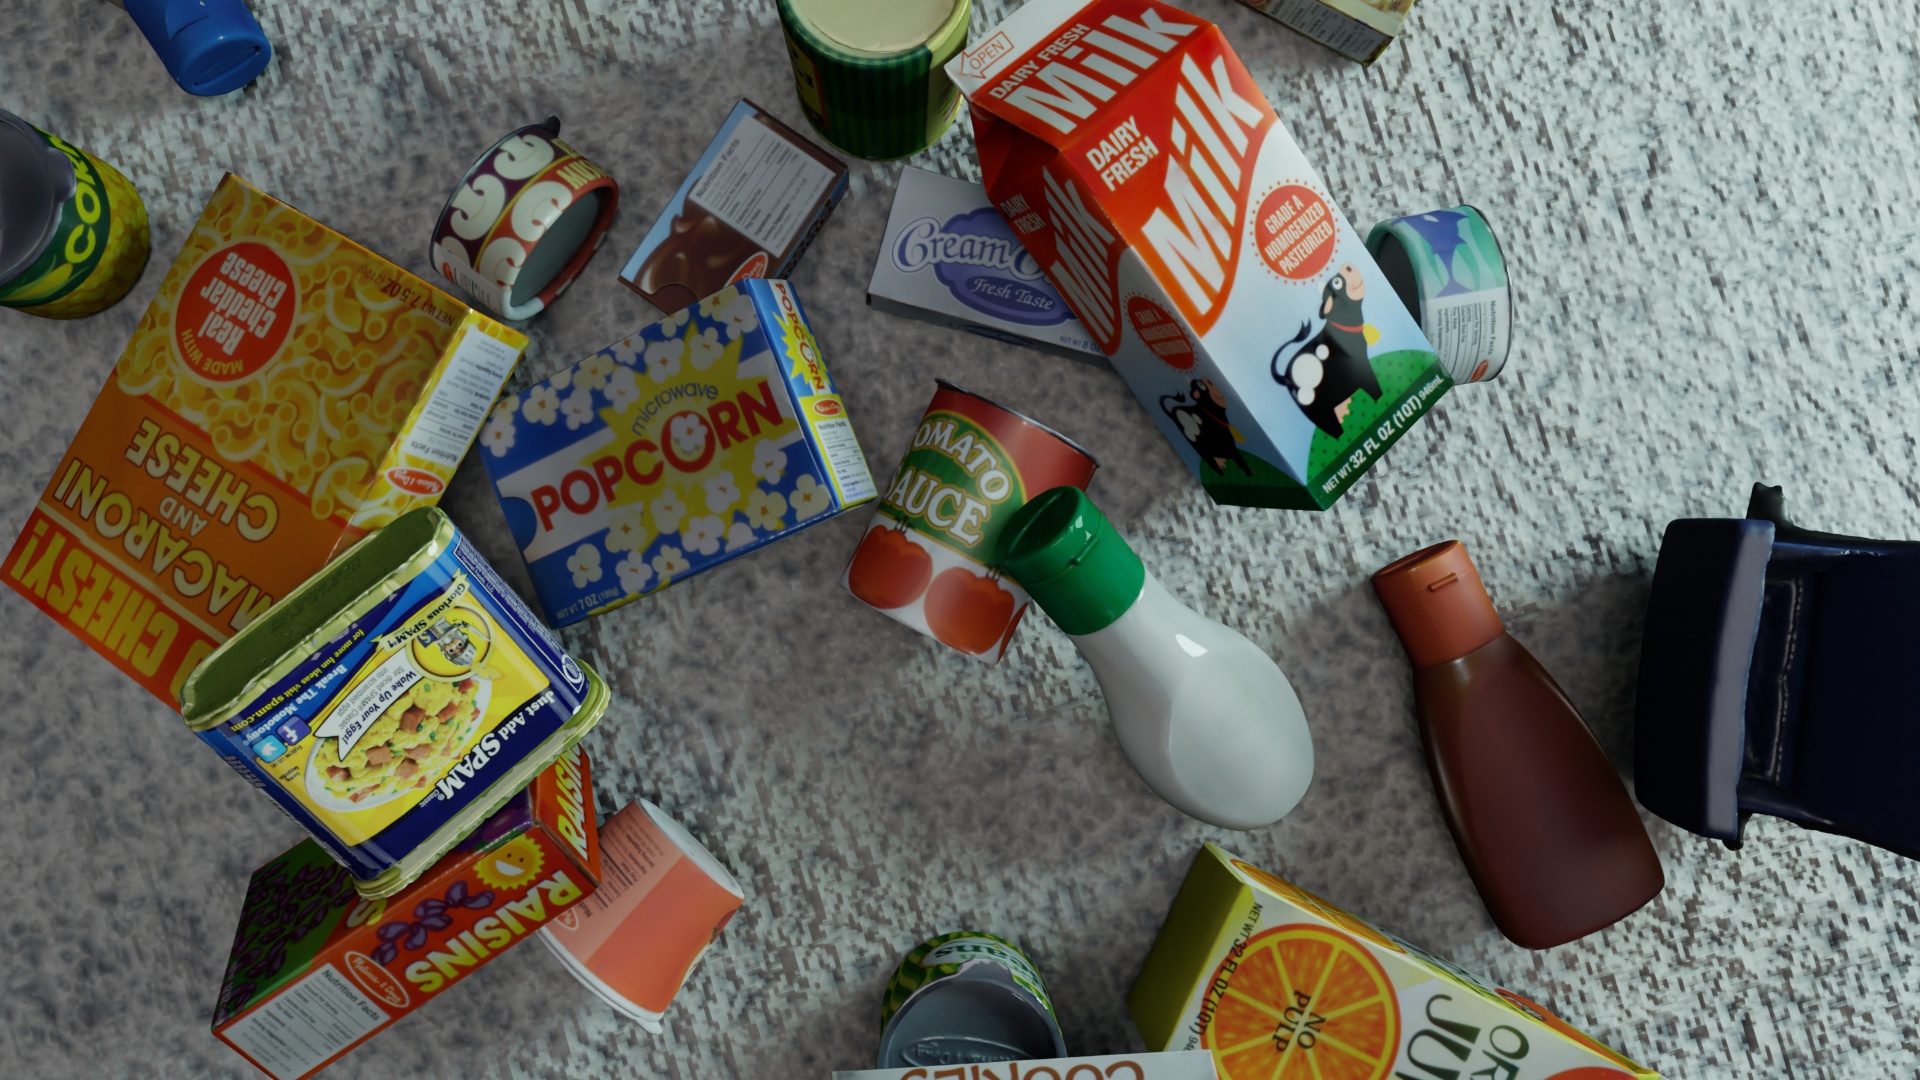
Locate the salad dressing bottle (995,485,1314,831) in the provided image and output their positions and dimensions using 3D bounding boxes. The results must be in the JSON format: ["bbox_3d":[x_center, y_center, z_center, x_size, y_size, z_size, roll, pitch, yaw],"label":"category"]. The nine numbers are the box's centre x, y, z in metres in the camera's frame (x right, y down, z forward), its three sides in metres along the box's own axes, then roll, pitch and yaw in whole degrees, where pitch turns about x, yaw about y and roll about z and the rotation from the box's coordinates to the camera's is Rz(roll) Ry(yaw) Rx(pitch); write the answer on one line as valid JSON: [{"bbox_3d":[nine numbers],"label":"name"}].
[{"bbox_3d":[0.070,0.043,0.489,0.064,0.044,0.147,-49,117,-14],"label":"salad dressing bottle"}]

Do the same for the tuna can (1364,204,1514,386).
[{"bbox_3d":[0.174,-0.091,0.516,0.033,0.071,0.071,-10,89,-1],"label":"tuna can"}]

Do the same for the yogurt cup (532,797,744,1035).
[{"bbox_3d":[-0.116,0.130,0.501,0.072,0.072,0.054,43,80,-1],"label":"yogurt cup"}]

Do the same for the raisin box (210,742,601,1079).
[{"bbox_3d":[-0.189,0.118,0.485,0.123,0.086,0.040,-32,118,-2],"label":"raisin box"}]

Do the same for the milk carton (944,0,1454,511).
[{"bbox_3d":[0.077,-0.104,0.482,0.072,0.073,0.190,-42,104,-13],"label":"milk carton"}]

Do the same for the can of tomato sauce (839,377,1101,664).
[{"bbox_3d":[0.002,-0.006,0.504,0.071,0.071,0.083,27,89,-1],"label":"can of tomato sauce"}]

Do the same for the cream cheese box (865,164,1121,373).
[{"bbox_3d":[0.020,-0.103,0.530,0.104,0.024,0.053,14,87,-2],"label":"cream cheese box"}]

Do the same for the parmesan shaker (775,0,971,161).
[{"bbox_3d":[-0.030,-0.184,0.490,0.071,0.103,0.071,0,89,-2],"label":"parmesan shaker"}]

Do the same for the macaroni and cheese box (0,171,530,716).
[{"bbox_3d":[-0.247,-0.029,0.493,0.124,0.040,0.166,29,89,18],"label":"macaroni and cheese box"}]

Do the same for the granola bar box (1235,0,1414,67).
[{"bbox_3d":[0.143,-0.286,0.531,0.124,0.039,0.165,27,88,-2],"label":"granola bar box"}]

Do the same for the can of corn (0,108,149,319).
[{"bbox_3d":[-0.338,-0.117,0.500,0.071,0.058,0.071,0,89,-2],"label":"can of corn"}]

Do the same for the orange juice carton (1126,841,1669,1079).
[{"bbox_3d":[0.164,0.189,0.503,0.193,0.073,0.072,27,88,-2],"label":"orange juice carton"}]

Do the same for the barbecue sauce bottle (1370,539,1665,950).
[{"bbox_3d":[0.203,0.073,0.523,0.065,0.043,0.148,-25,89,-2],"label":"barbecue sauce bottle"}]

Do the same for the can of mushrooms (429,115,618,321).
[{"bbox_3d":[-0.155,-0.116,0.503,0.033,0.071,0.071,37,88,-1],"label":"can of mushrooms"}]

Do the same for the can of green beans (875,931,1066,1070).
[{"bbox_3d":[0.003,0.182,0.505,0.071,0.058,0.071,0,89,-2],"label":"can of green beans"}]

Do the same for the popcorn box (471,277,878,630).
[{"bbox_3d":[-0.103,-0.030,0.495,0.126,0.038,0.085,-22,90,20],"label":"popcorn box"}]

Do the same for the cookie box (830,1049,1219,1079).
[{"bbox_3d":[0.022,0.241,0.469,0.123,0.040,0.166,-3,125,-2],"label":"cookie box"}]

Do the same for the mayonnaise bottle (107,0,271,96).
[{"bbox_3d":[-0.312,-0.235,0.513,0.065,0.041,0.148,-34,89,-4],"label":"mayonnaise bottle"}]

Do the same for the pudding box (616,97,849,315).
[{"bbox_3d":[-0.085,-0.117,0.523,0.049,0.030,0.083,34,88,-2],"label":"pudding box"}]
